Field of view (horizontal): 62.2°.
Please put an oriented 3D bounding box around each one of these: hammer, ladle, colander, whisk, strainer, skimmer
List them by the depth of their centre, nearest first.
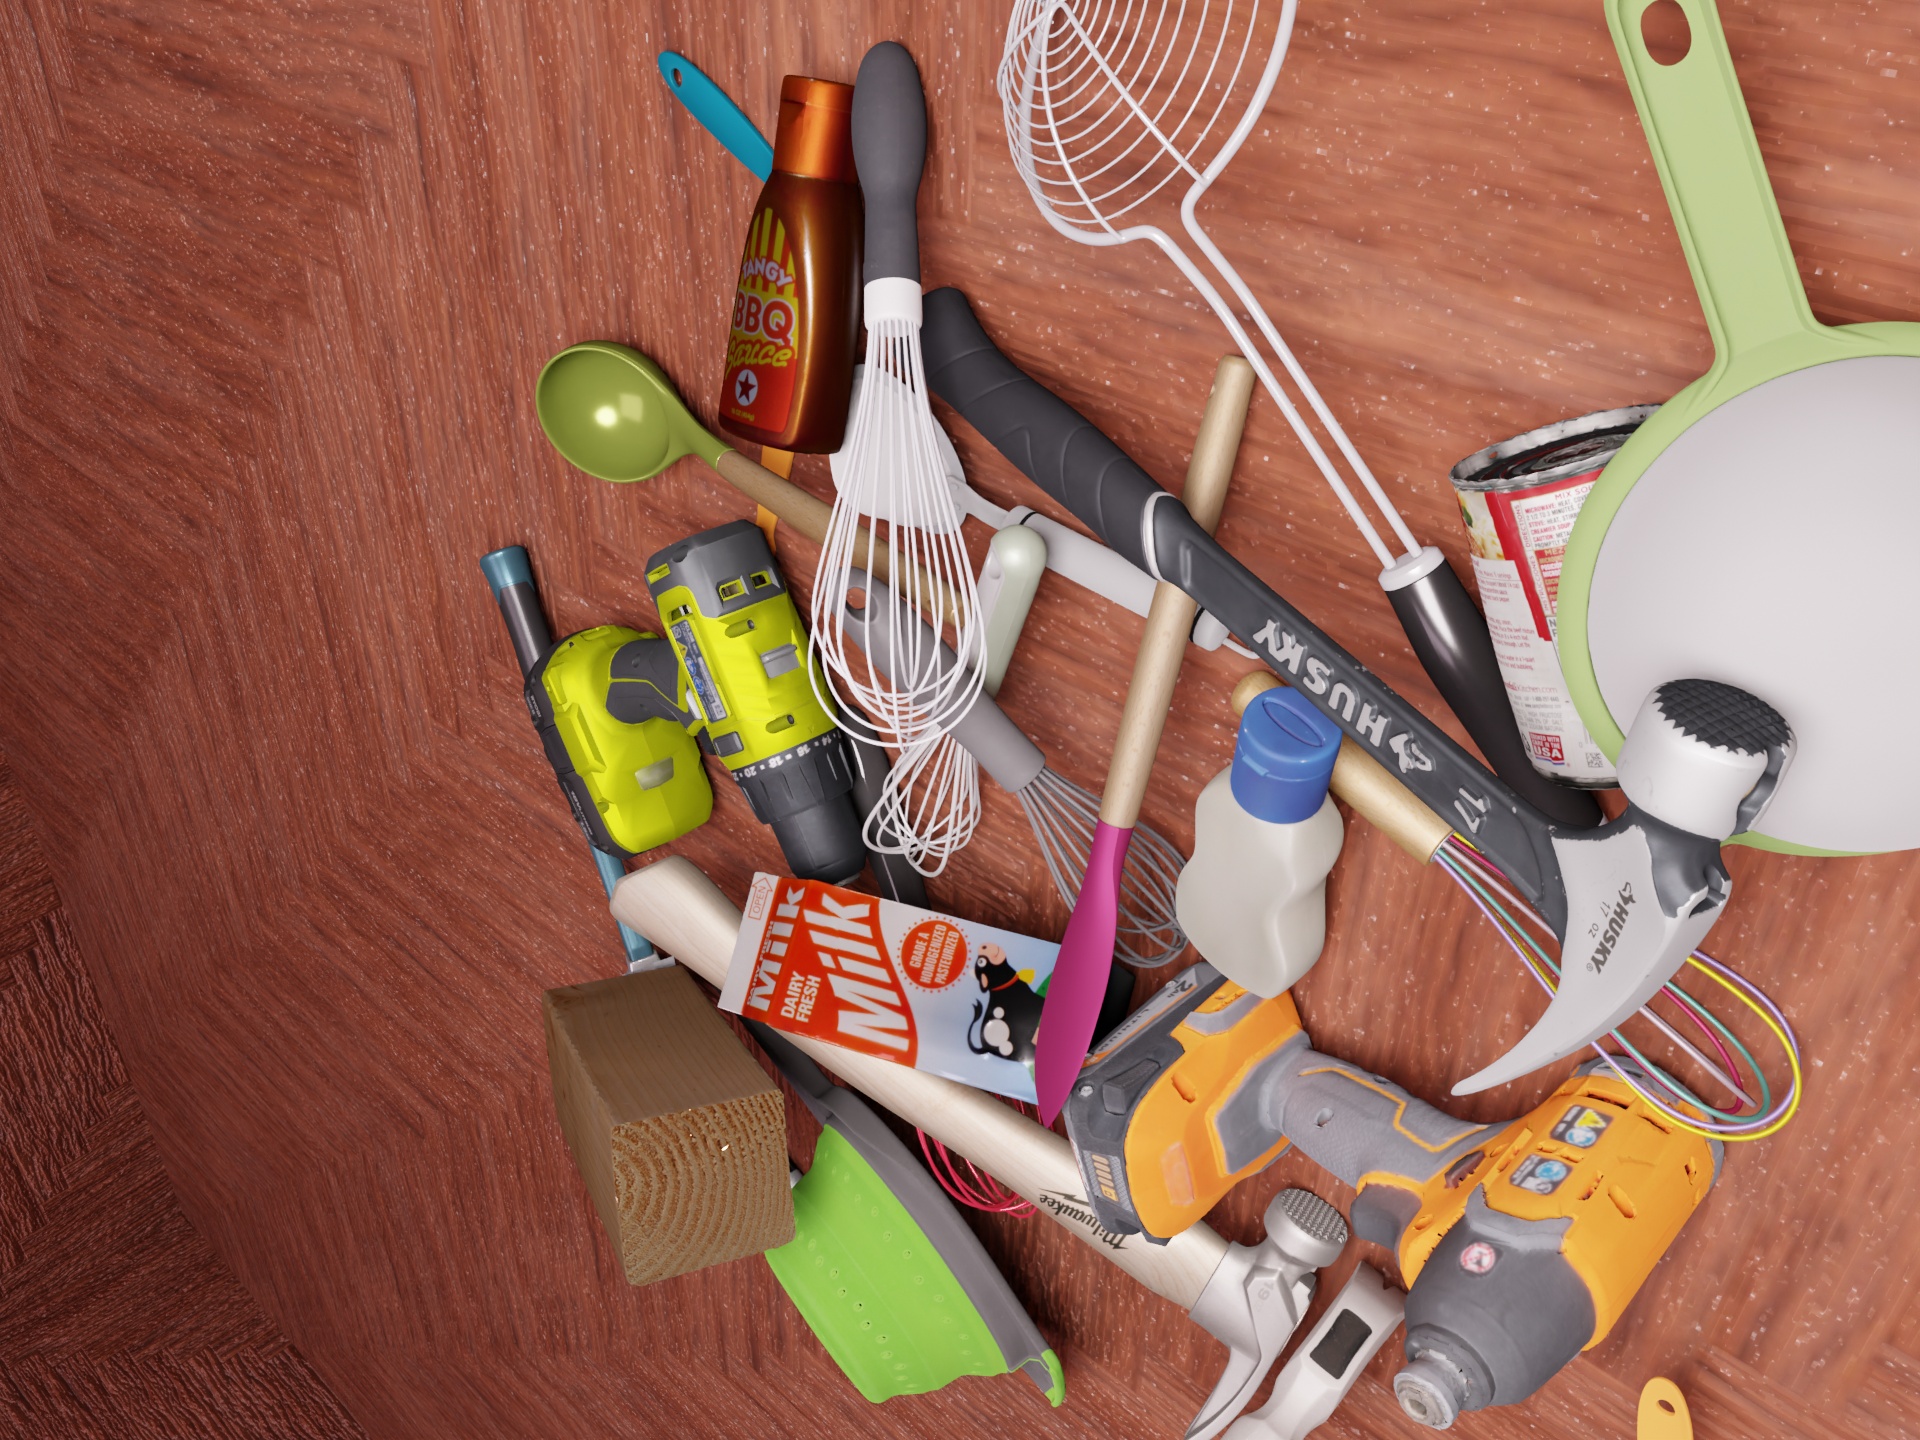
[{"bbox_3d":[0.215,-0.070,0.399,0.151,0.069,0.256,-20,104,21],"label":"strainer"},{"bbox_3d":[0.082,-0.048,0.544,0.409,0.036,0.149,49,143,42],"label":"hammer"},{"bbox_3d":[0.133,-0.116,0.544,0.127,0.090,0.363,-24,106,48],"label":"skimmer"},{"bbox_3d":[0.193,0.063,0.586,0.245,0.051,0.047,42,144,25],"label":"whisk"},{"bbox_3d":[-0.025,-0.129,0.613,0.070,0.070,0.285,-11,78,50],"label":"whisk"},{"bbox_3d":[0.024,0.023,0.680,0.238,0.055,0.055,47,146,-20],"label":"whisk"},{"bbox_3d":[0.018,-0.085,0.682,0.259,0.050,0.086,30,149,27],"label":"strainer"},{"bbox_3d":[-0.001,-0.002,0.726,0.246,0.059,0.058,110,147,-52],"label":"whisk"},{"bbox_3d":[-0.105,-0.107,0.746,0.320,0.062,0.078,36,143,42],"label":"ladle"},{"bbox_3d":[0.149,0.361,0.788,0.031,0.130,0.331,38,148,23],"label":"hammer"},{"bbox_3d":[-0.018,0.199,0.811,0.411,0.038,0.146,30,109,18],"label":"hammer"},{"bbox_3d":[-0.017,0.132,0.850,0.073,0.073,0.296,-12,98,50],"label":"whisk"},{"bbox_3d":[-0.098,0.270,0.961,0.397,0.094,0.204,45,160,28],"label":"colander"},{"bbox_3d":[-0.246,0.047,1.038,0.128,0.033,0.331,-161,53,-71],"label":"hammer"}]

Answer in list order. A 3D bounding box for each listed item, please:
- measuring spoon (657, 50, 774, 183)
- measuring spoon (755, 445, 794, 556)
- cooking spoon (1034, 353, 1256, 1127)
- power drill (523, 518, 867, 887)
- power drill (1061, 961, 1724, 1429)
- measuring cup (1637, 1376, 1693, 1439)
[{"bbox_3d":[-0.101,-0.254,0.712,0.129,0.021,0.042,48,140,11],"label":"measuring spoon"},{"bbox_3d":[-0.096,-0.126,0.800,0.021,0.011,0.116,40,138,23],"label":"measuring spoon"},{"bbox_3d":[0.067,0.016,0.625,0.017,0.069,0.318,11,107,-7],"label":"cooking spoon"},{"bbox_3d":[-0.143,0.009,0.872,0.228,0.080,0.190,-16,97,53],"label":"power drill"},{"bbox_3d":[0.147,0.176,0.613,0.227,0.164,0.084,8,121,47],"label":"power drill"},{"bbox_3d":[0.293,0.316,0.635,0.095,0.052,0.173,9,119,44],"label":"measuring cup"}]
